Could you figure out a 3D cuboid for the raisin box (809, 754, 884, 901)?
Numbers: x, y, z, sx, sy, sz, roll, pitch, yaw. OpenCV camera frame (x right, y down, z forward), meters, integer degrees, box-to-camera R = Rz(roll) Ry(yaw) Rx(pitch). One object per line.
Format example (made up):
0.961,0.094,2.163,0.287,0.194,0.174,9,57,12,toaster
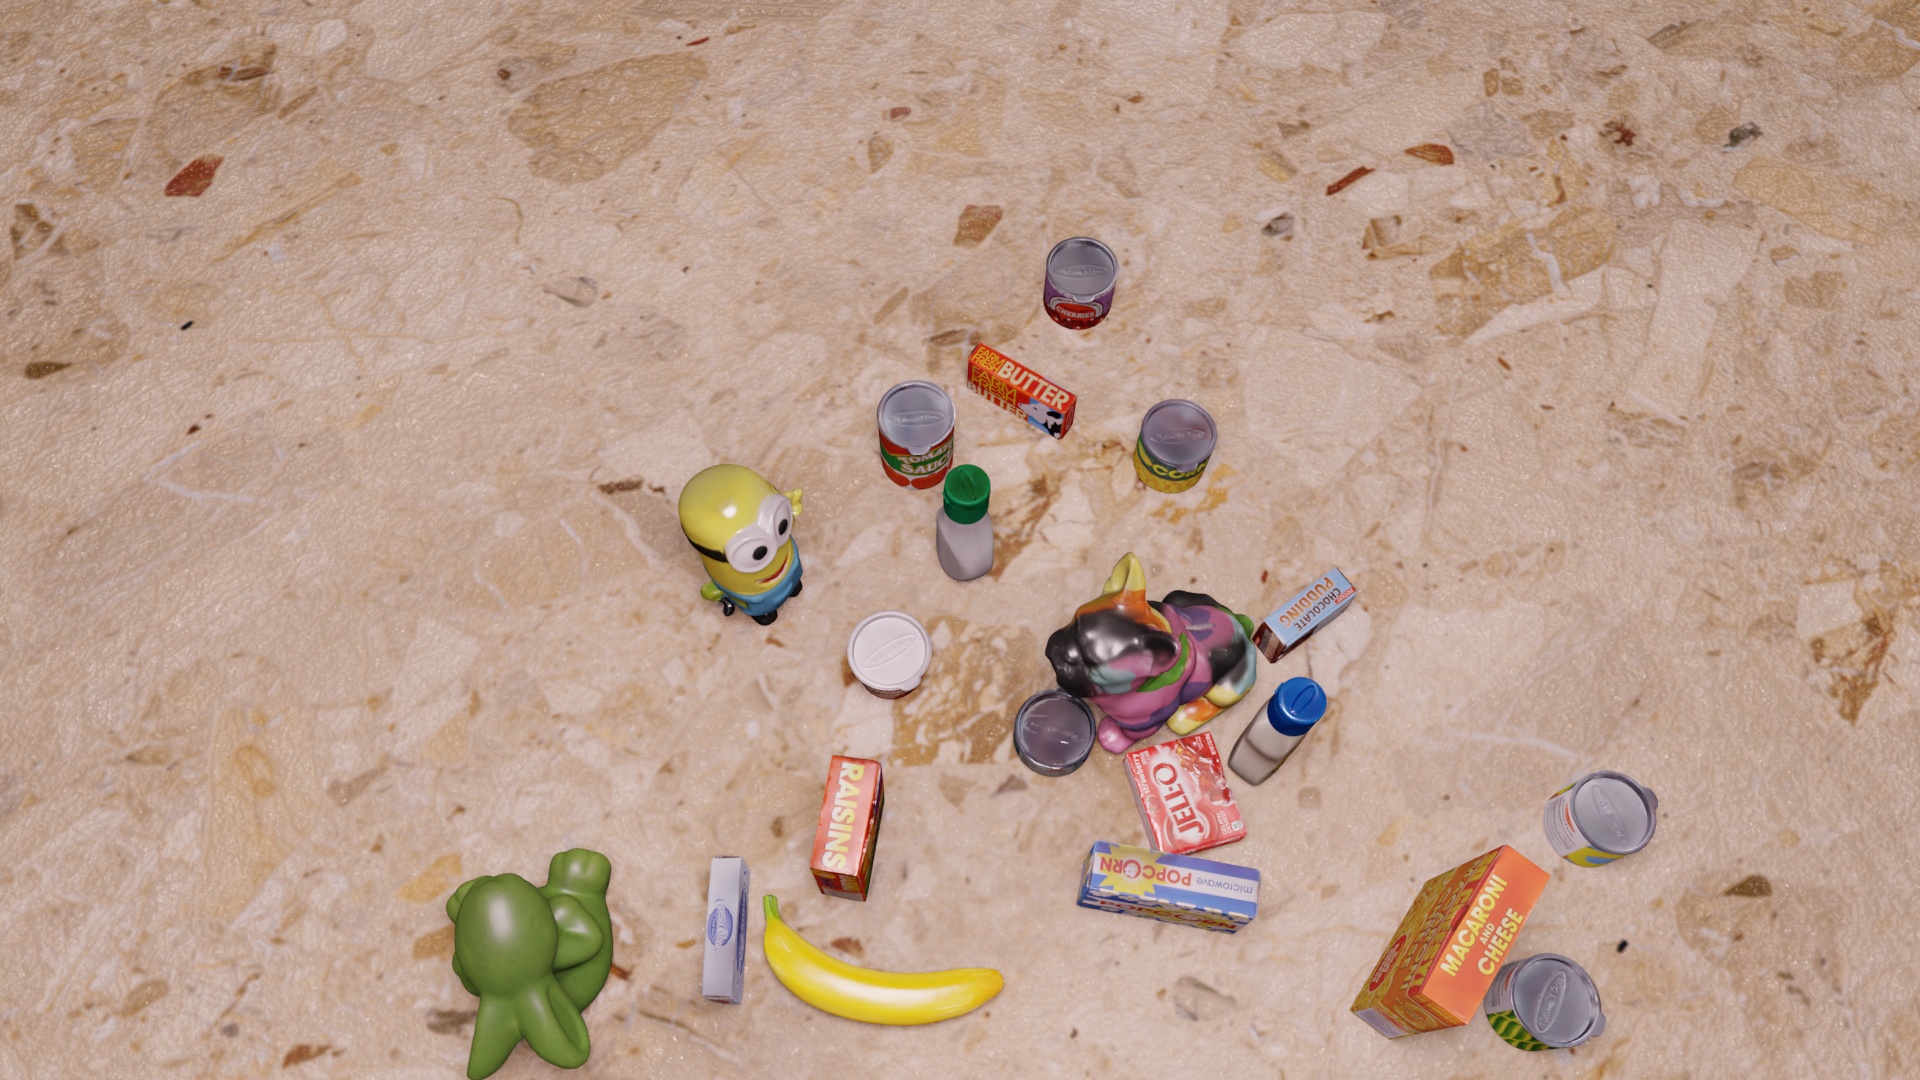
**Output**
-0.083,0.219,1.048,0.040,0.123,0.086,9,67,3,raisin box

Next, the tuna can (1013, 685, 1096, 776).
0.077,0.155,1.129,0.071,0.032,0.071,1,66,-1,tuna can

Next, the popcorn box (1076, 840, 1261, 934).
0.156,0.264,1.055,0.127,0.085,0.038,10,67,3,popcorn box

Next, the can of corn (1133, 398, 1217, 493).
0.188,-0.080,1.220,0.071,0.058,0.071,0,67,-1,can of corn

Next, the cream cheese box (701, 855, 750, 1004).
-0.177,0.295,1.051,0.024,0.053,0.104,1,66,-1,cream cheese box

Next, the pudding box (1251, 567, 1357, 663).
0.288,0.063,1.165,0.084,0.049,0.030,-34,72,-15,pudding box

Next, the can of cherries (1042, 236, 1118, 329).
0.110,-0.235,1.286,0.071,0.058,0.072,0,67,-1,can of cherries

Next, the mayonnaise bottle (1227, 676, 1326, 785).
0.247,0.145,1.075,0.041,0.147,0.065,38,71,14,mayonnaise bottle

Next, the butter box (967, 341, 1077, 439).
0.054,-0.133,1.244,0.103,0.053,0.024,31,70,12,butter box

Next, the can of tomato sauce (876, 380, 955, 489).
-0.037,-0.088,1.205,0.071,0.082,0.071,0,67,-1,can of tomato sauce

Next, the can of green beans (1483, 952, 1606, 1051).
0.434,0.347,1.040,0.071,0.057,0.071,0,67,-1,can of green beans

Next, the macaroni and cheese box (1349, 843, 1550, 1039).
0.349,0.293,1.002,0.040,0.165,0.124,34,70,13,macaroni and cheese box

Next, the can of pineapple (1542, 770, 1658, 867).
0.505,0.220,1.097,0.071,0.057,0.071,0,67,-1,can of pineapple

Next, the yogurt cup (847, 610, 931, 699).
-0.058,0.097,1.140,0.072,0.053,0.072,0,67,-1,yogurt cup

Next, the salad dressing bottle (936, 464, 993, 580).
0.004,-0.014,1.139,0.044,0.147,0.064,-22,69,-10,salad dressing bottle
